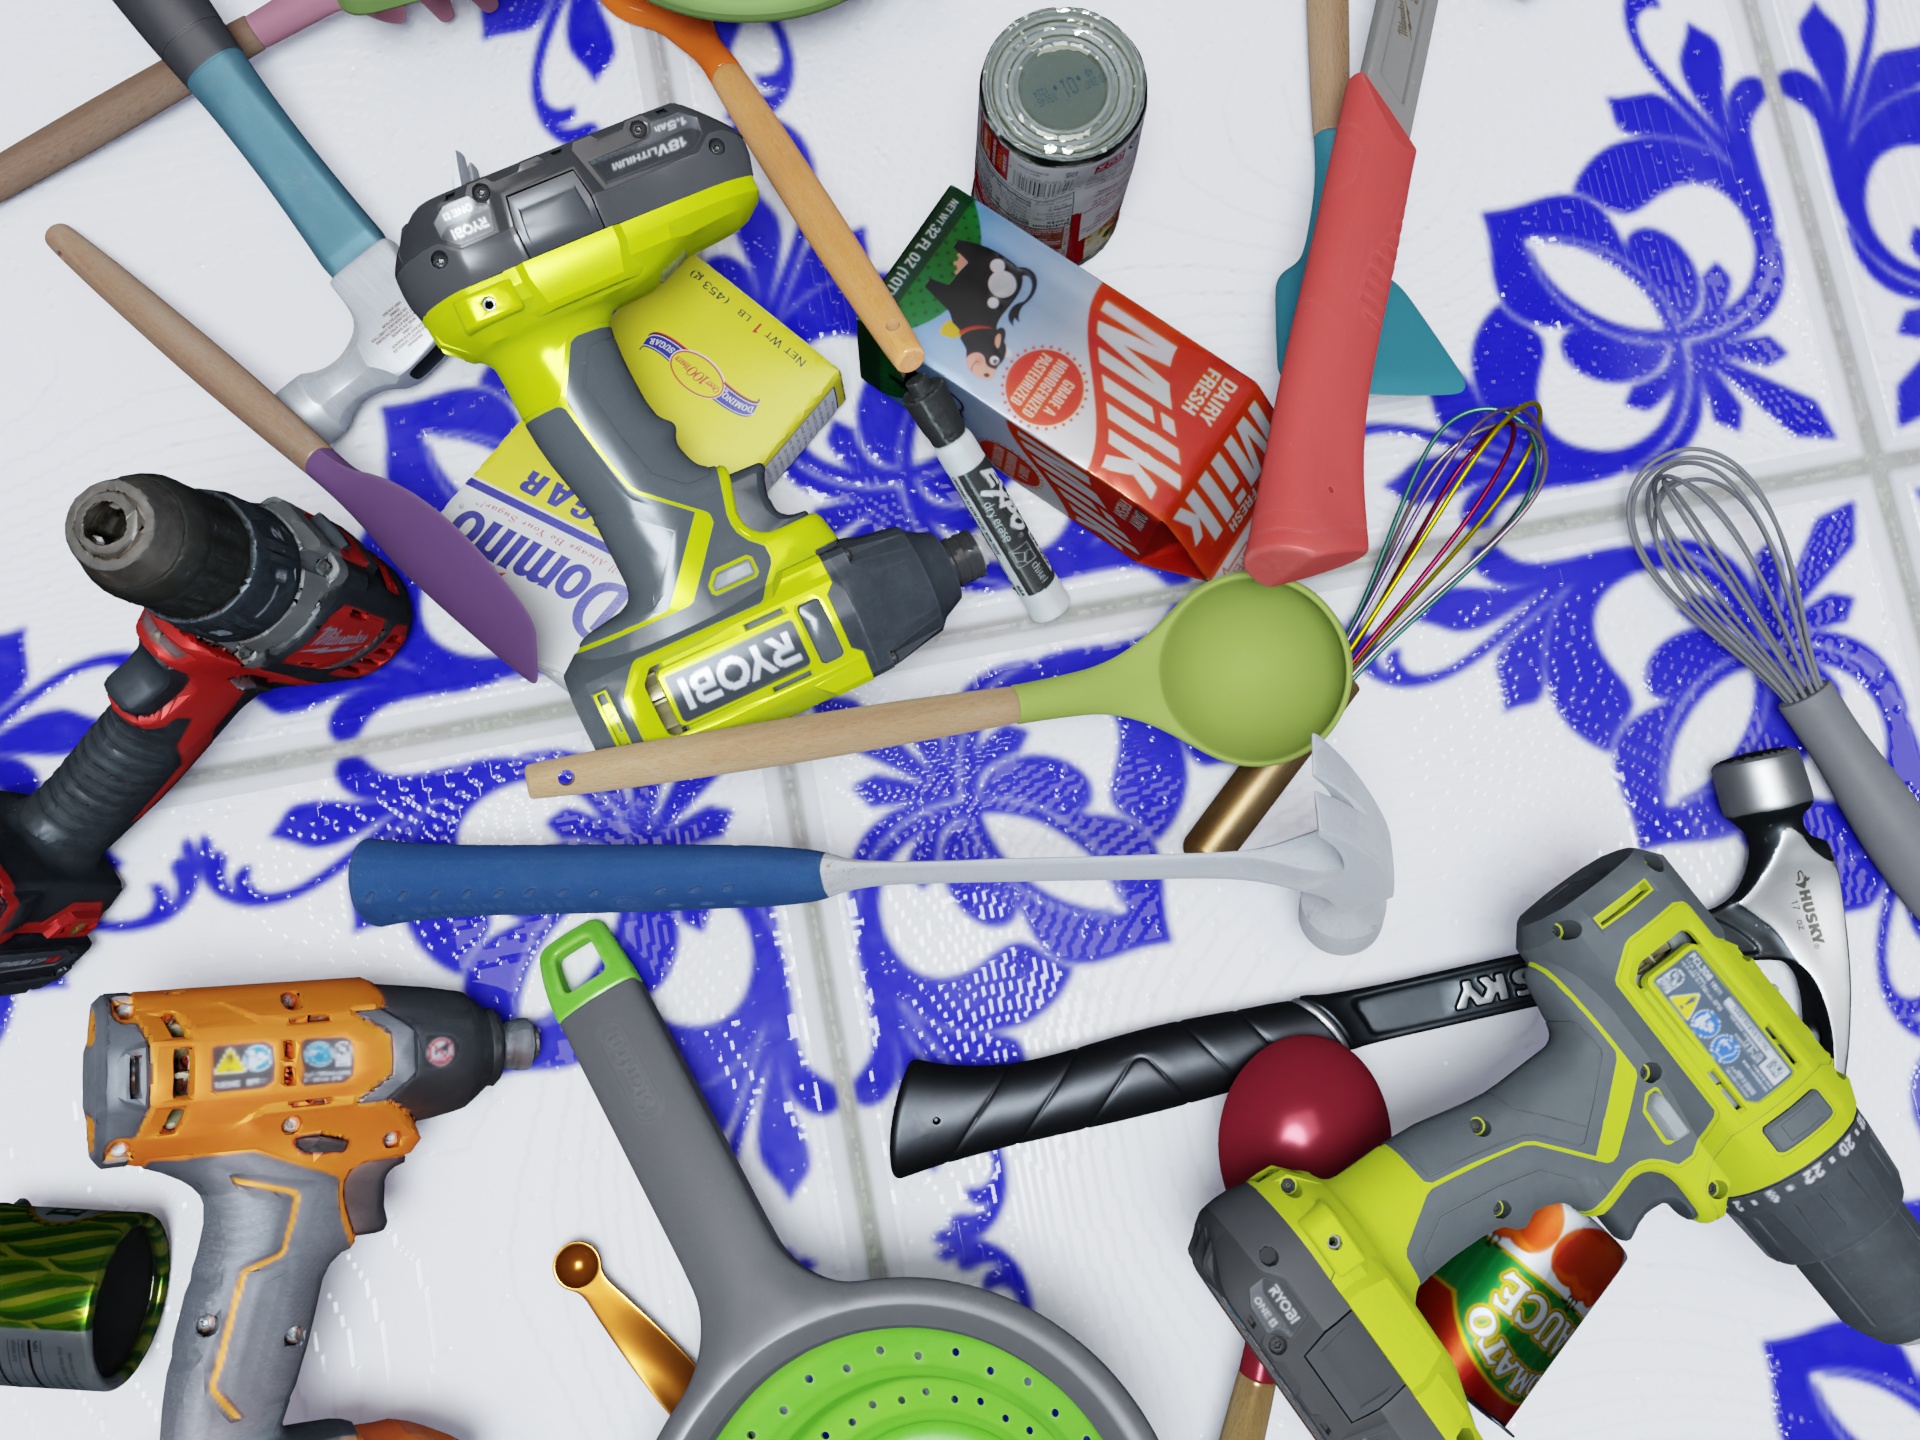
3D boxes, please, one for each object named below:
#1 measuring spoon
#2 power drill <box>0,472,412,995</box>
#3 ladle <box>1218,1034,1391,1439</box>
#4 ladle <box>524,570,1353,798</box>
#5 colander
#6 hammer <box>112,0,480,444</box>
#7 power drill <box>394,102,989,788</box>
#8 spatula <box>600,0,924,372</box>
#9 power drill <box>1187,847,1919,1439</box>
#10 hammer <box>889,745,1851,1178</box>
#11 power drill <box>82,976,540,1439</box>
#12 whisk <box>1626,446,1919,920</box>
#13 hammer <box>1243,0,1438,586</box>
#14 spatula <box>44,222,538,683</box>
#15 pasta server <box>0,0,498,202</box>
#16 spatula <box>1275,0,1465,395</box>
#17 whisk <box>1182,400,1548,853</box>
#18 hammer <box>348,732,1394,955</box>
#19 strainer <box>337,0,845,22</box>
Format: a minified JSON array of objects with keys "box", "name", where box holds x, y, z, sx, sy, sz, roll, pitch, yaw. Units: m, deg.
[{"box":[-0.123,0.257,0.644,0.021,0.011,0.117,-41,89,-5],"name":"measuring spoon"},{"box":[-0.322,0.001,0.587,0.226,0.188,0.080,-42,85,-2],"name":"power drill"},{"box":[0.108,0.279,0.620,0.069,0.031,0.315,13,91,0],"name":"ladle"},{"box":[-0.001,-0.002,0.604,0.320,0.062,0.078,-9,93,-15],"name":"ladle"},{"box":[-0.057,0.252,0.615,0.204,0.094,0.397,-32,66,-5],"name":"colander"},{"box":[-0.324,-0.285,0.670,0.128,0.033,0.331,-37,93,1],"name":"hammer"},{"box":[-0.101,-0.107,0.614,0.171,0.080,0.223,-26,101,-9],"name":"power drill"},{"box":[-0.092,-0.264,0.669,0.081,0.041,0.323,-26,62,-7],"name":"spatula"},{"box":[0.216,0.182,0.562,0.228,0.080,0.190,-35,82,-7],"name":"power drill"},{"box":[0.169,0.127,0.655,0.409,0.036,0.149,-13,84,-2],"name":"hammer"},{"box":[-0.237,0.211,0.599,0.164,0.084,0.226,1,80,-32],"name":"power drill"},{"box":[0.361,-0.011,0.673,0.055,0.055,0.239,-32,89,-5],"name":"whisk"},{"box":[0.158,-0.222,0.650,0.149,0.036,0.359,21,70,-13],"name":"hammer"},{"box":[-0.278,-0.121,0.649,0.316,0.059,0.018,38,54,18],"name":"spatula"},{"box":[-0.332,-0.288,0.705,0.316,0.040,0.060,-30,84,-1],"name":"pasta server"},{"box":[0.170,-0.289,0.706,0.082,0.044,0.317,1,81,-8],"name":"spatula"},{"box":[0.171,-0.039,0.673,0.051,0.047,0.245,38,86,2],"name":"whisk"},{"box":[-0.041,0.056,0.610,0.405,0.144,0.035,-2,64,9],"name":"hammer"},{"box":[-0.140,-0.355,0.662,0.256,0.069,0.152,-22,66,-14],"name":"strainer"}]
